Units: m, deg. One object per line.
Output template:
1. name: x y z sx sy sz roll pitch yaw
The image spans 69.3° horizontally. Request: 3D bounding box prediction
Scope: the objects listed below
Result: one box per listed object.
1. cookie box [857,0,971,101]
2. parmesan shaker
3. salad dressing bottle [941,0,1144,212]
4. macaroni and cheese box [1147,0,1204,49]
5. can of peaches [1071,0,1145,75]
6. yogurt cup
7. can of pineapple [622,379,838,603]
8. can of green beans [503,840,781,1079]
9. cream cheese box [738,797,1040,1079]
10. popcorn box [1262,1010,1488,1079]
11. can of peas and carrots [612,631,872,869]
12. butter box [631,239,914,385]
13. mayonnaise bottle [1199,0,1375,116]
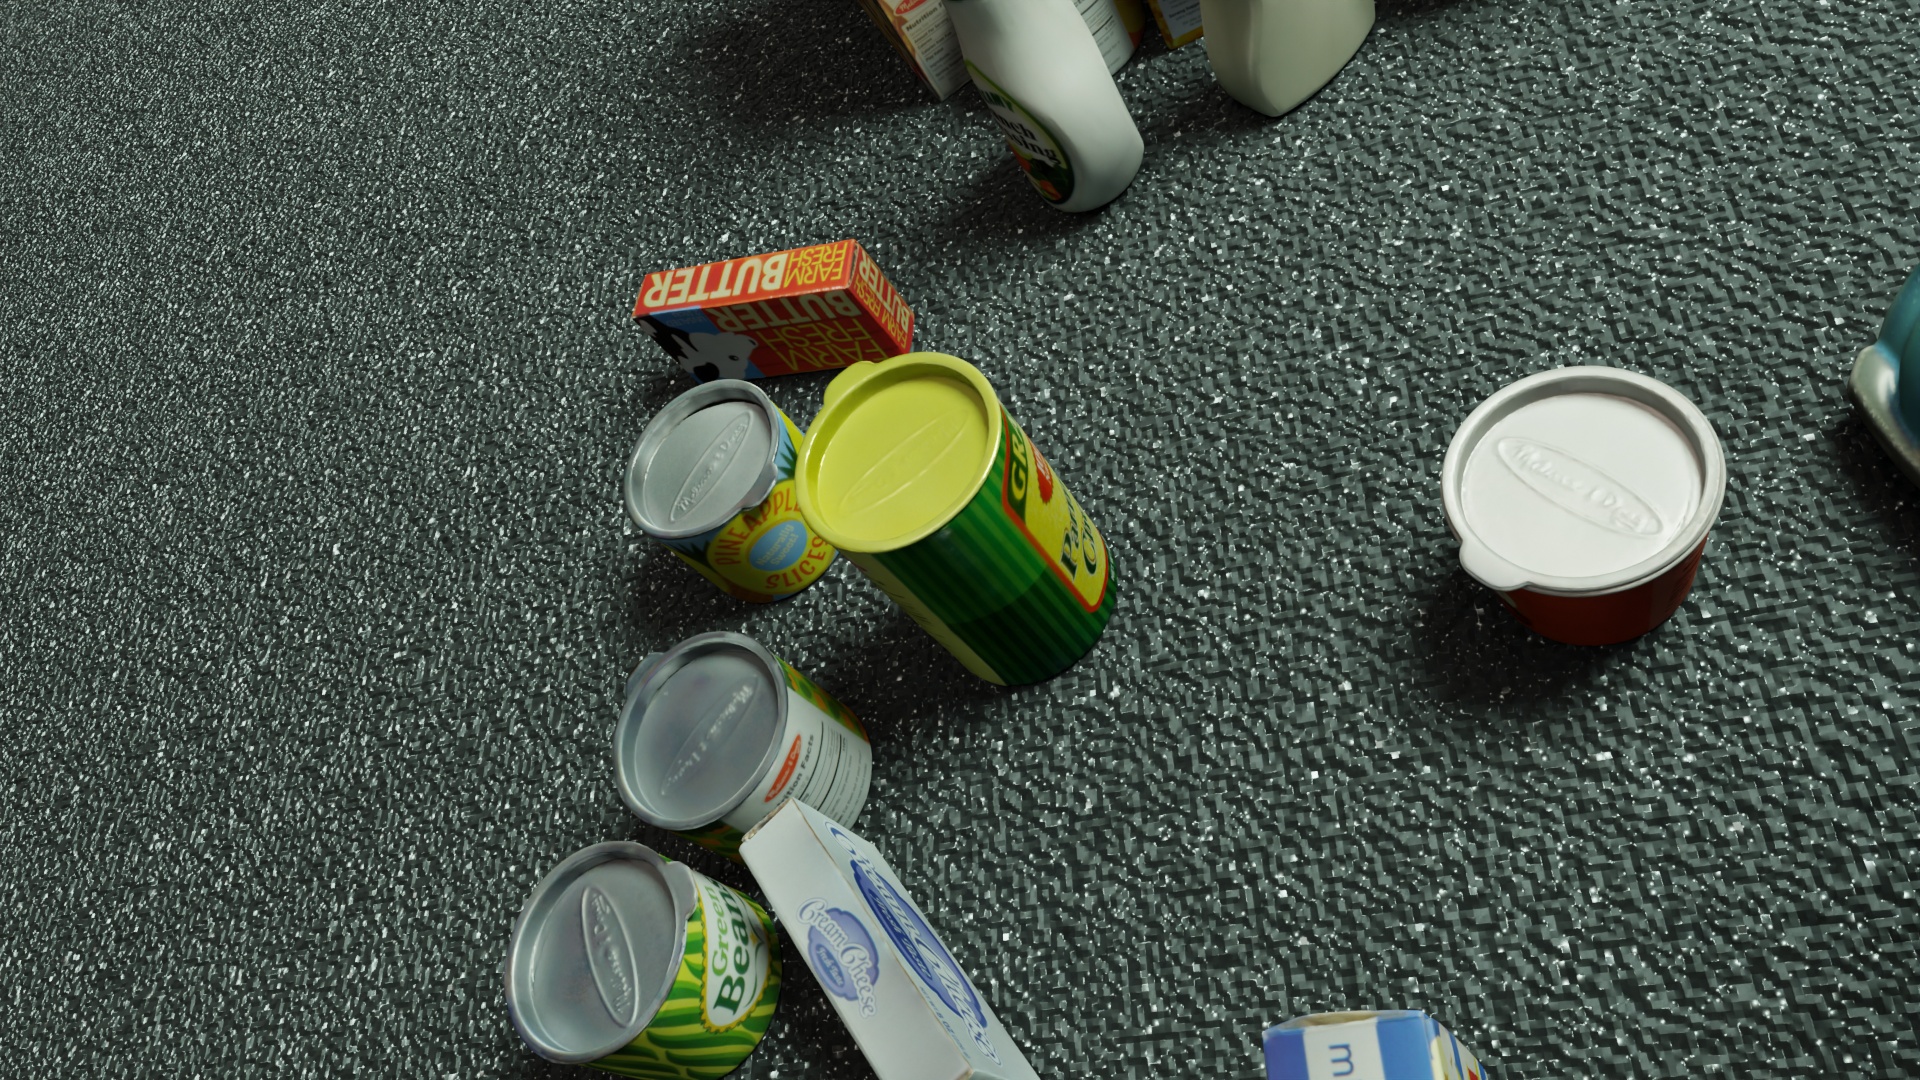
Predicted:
1. cookie box: -0.053 -0.283 0.587 0.040 0.167 0.123 -35 52 6
2. parmesan shaker: 0.002 -0.005 0.438 0.071 0.103 0.071 -13 58 22
3. salad dressing bottle: 0.021 -0.181 0.500 0.044 0.147 0.064 -42 52 1
4. macaroni and cheese box: 0.057 -0.293 0.534 0.040 0.166 0.124 -23 55 15
5. can of peaches: 0.037 -0.229 0.576 0.071 0.058 0.071 -13 58 22
6. yogurt cup: 0.170 -0.006 0.380 0.072 0.054 0.073 -13 58 22
7. can of pineapple: -0.081 -0.016 0.517 0.071 0.057 0.071 -13 58 22
8. can of green beans: -0.098 0.135 0.439 0.071 0.057 0.071 -13 58 22
9. cream cheese box: -0.021 0.125 0.407 0.024 0.053 0.104 -43 52 0
10. popcorn box: 0.100 0.172 0.295 0.038 0.085 0.127 -14 57 21
11. can of peas and carrots: -0.073 0.070 0.462 0.071 0.058 0.071 -13 58 22
12. butter box: -0.075 -0.090 0.559 0.103 0.053 0.024 -3 62 27
13. mayonnaise bottle: 0.101 -0.218 0.479 0.065 0.147 0.041 -45 52 -1
